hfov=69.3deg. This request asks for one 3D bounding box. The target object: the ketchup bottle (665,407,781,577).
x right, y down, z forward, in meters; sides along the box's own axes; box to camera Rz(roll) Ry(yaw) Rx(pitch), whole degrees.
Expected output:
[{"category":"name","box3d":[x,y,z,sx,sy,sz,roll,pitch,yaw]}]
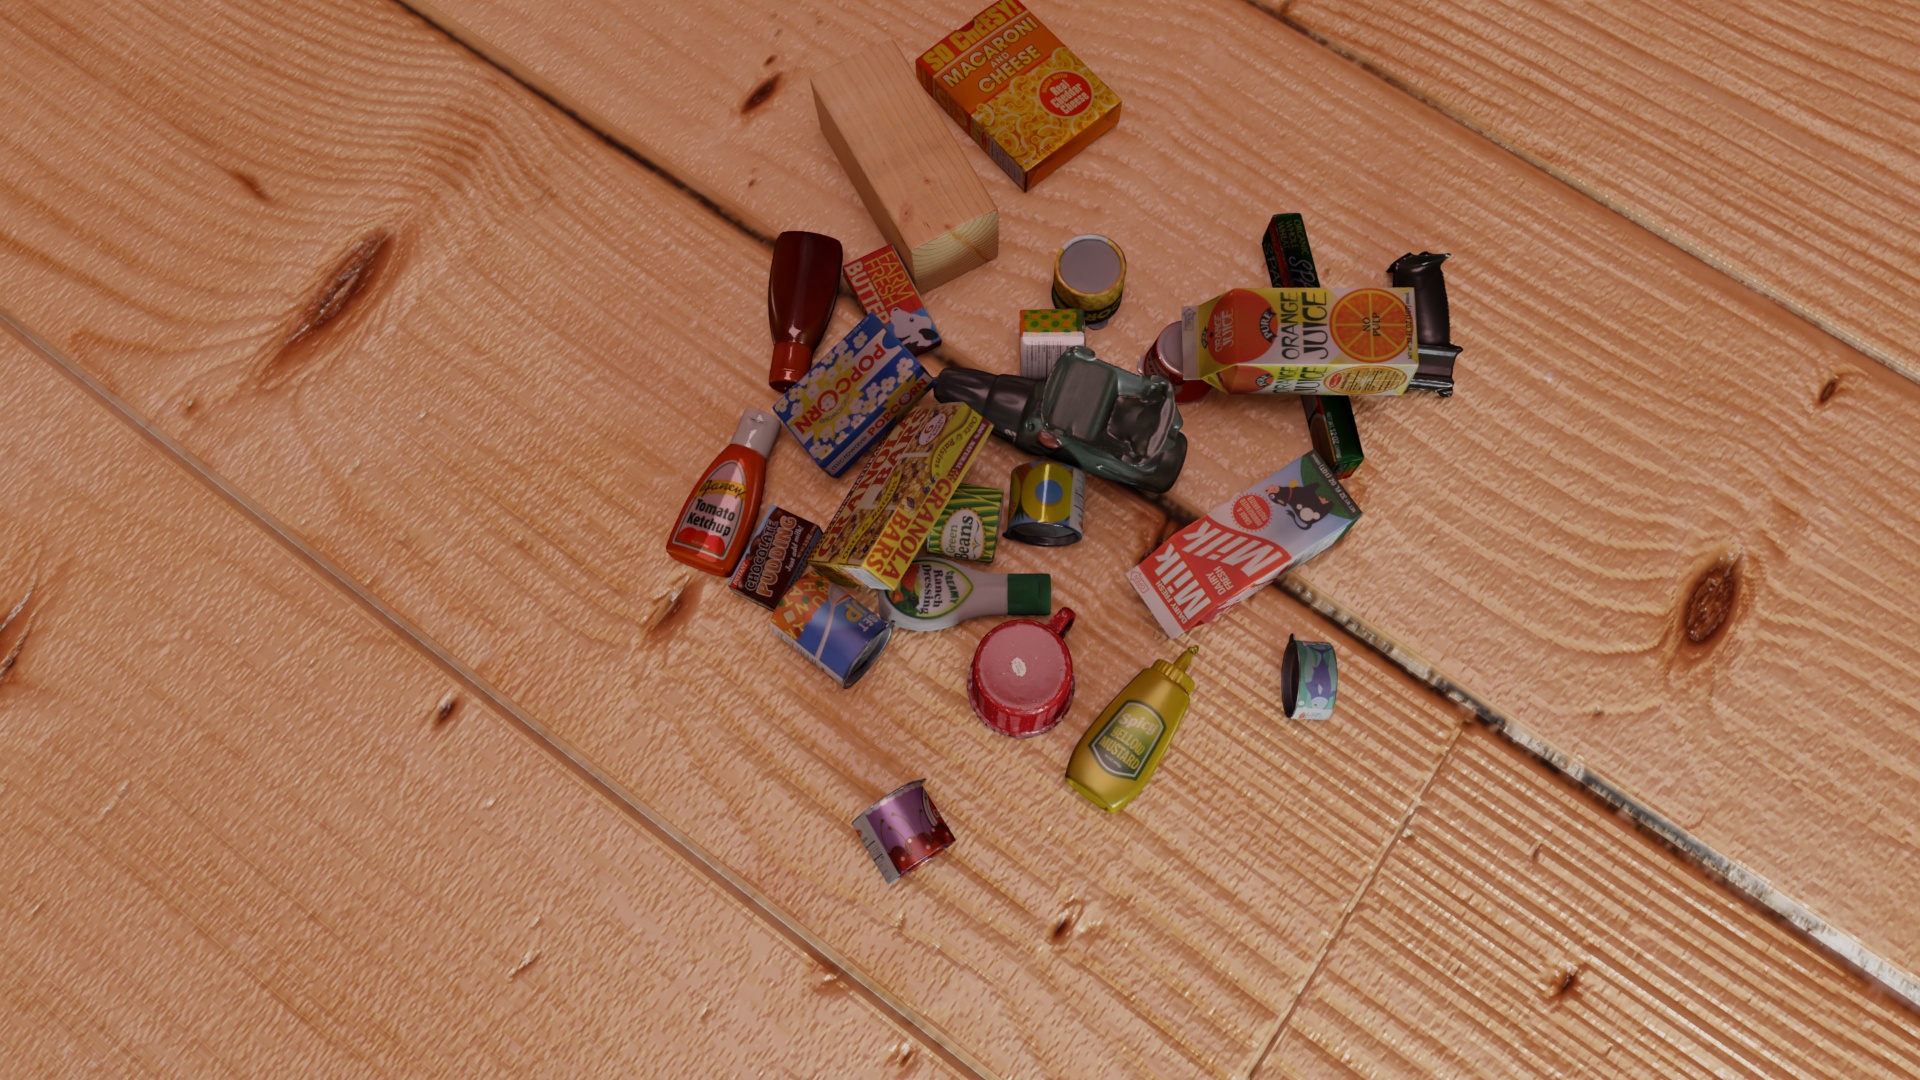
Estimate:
[{"category":"ketchup bottle","box3d":[-0.203,-0.044,1.228,0.065,0.043,0.149,19,73,8]}]

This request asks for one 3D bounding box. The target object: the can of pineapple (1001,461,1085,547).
[{"category":"can of pineapple","box3d":[0.073,-0.031,1.207,0.071,0.071,0.058,4,73,2]}]

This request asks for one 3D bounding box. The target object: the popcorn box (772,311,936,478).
[{"category":"popcorn box","box3d":[-0.095,-0.128,1.228,0.126,0.038,0.085,-43,56,4]}]

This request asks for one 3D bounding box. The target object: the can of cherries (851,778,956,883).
[{"category":"can of cherries","box3d":[-0.043,0.235,1.126,0.071,0.071,0.058,-32,75,-8]}]

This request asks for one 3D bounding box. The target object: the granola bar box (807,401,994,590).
[{"category":"granola bar box","box3d":[-0.054,-0.039,1.183,0.039,0.124,0.166,37,74,-23]}]

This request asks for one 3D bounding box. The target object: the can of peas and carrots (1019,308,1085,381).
[{"category":"can of peas and carrots","box3d":[0.082,-0.177,1.254,0.059,0.070,0.071,-1,73,1]}]

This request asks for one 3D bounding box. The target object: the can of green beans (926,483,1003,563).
[{"category":"can of green beans","box3d":[0.005,-0.016,1.203,0.058,0.071,0.071,9,73,3]}]

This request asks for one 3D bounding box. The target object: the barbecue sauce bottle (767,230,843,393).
[{"category":"barbecue sauce bottle","box3d":[-0.148,-0.209,1.278,0.065,0.043,0.149,8,74,-4]}]

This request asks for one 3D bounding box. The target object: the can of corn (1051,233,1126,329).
[{"category":"can of corn","box3d":[0.118,-0.237,1.274,0.071,0.058,0.071,0,73,1]}]

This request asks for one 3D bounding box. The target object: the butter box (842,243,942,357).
[{"category":"butter box","box3d":[-0.063,-0.216,1.280,0.053,0.024,0.103,-27,85,-8]}]

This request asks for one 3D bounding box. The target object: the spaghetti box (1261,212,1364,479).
[{"category":"spaghetti box","box3d":[0.317,-0.177,1.257,0.029,0.050,0.250,-8,73,-3]}]

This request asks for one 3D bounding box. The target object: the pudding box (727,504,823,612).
[{"category":"pudding box","box3d":[-0.162,0.016,1.215,0.050,0.030,0.084,25,75,9]}]

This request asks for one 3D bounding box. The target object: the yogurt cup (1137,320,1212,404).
[{"category":"yogurt cup","box3d":[0.201,-0.163,1.252,0.072,0.053,0.072,0,73,0]}]

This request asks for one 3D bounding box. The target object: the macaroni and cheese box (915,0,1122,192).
[{"category":"macaroni and cheese box","box3d":[0.055,-0.437,1.347,0.124,0.040,0.166,-39,76,-11]}]

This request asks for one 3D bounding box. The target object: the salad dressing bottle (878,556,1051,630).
[{"category":"salad dressing bottle","box3d":[0.004,0.046,1.196,0.148,0.044,0.064,0,72,1]}]

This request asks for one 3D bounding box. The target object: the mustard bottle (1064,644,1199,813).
[{"category":"mustard bottle","box3d":[0.152,0.148,1.159,0.065,0.048,0.160,34,77,9]}]

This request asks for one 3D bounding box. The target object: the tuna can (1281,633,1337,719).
[{"category":"tuna can","box3d":[0.291,0.114,1.158,0.033,0.071,0.071,4,73,1]}]

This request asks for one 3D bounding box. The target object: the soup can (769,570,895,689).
[{"category":"soup can","box3d":[-0.108,0.072,1.177,0.084,0.071,0.071,37,77,11]}]

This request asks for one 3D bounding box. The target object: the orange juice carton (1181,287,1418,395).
[{"category":"orange juice carton","box3d":[0.287,-0.170,1.191,0.193,0.073,0.072,1,74,5]}]

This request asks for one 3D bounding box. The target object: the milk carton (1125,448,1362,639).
[{"category":"milk carton","box3d":[0.239,0.007,1.189,0.191,0.073,0.072,-32,75,-8]}]
